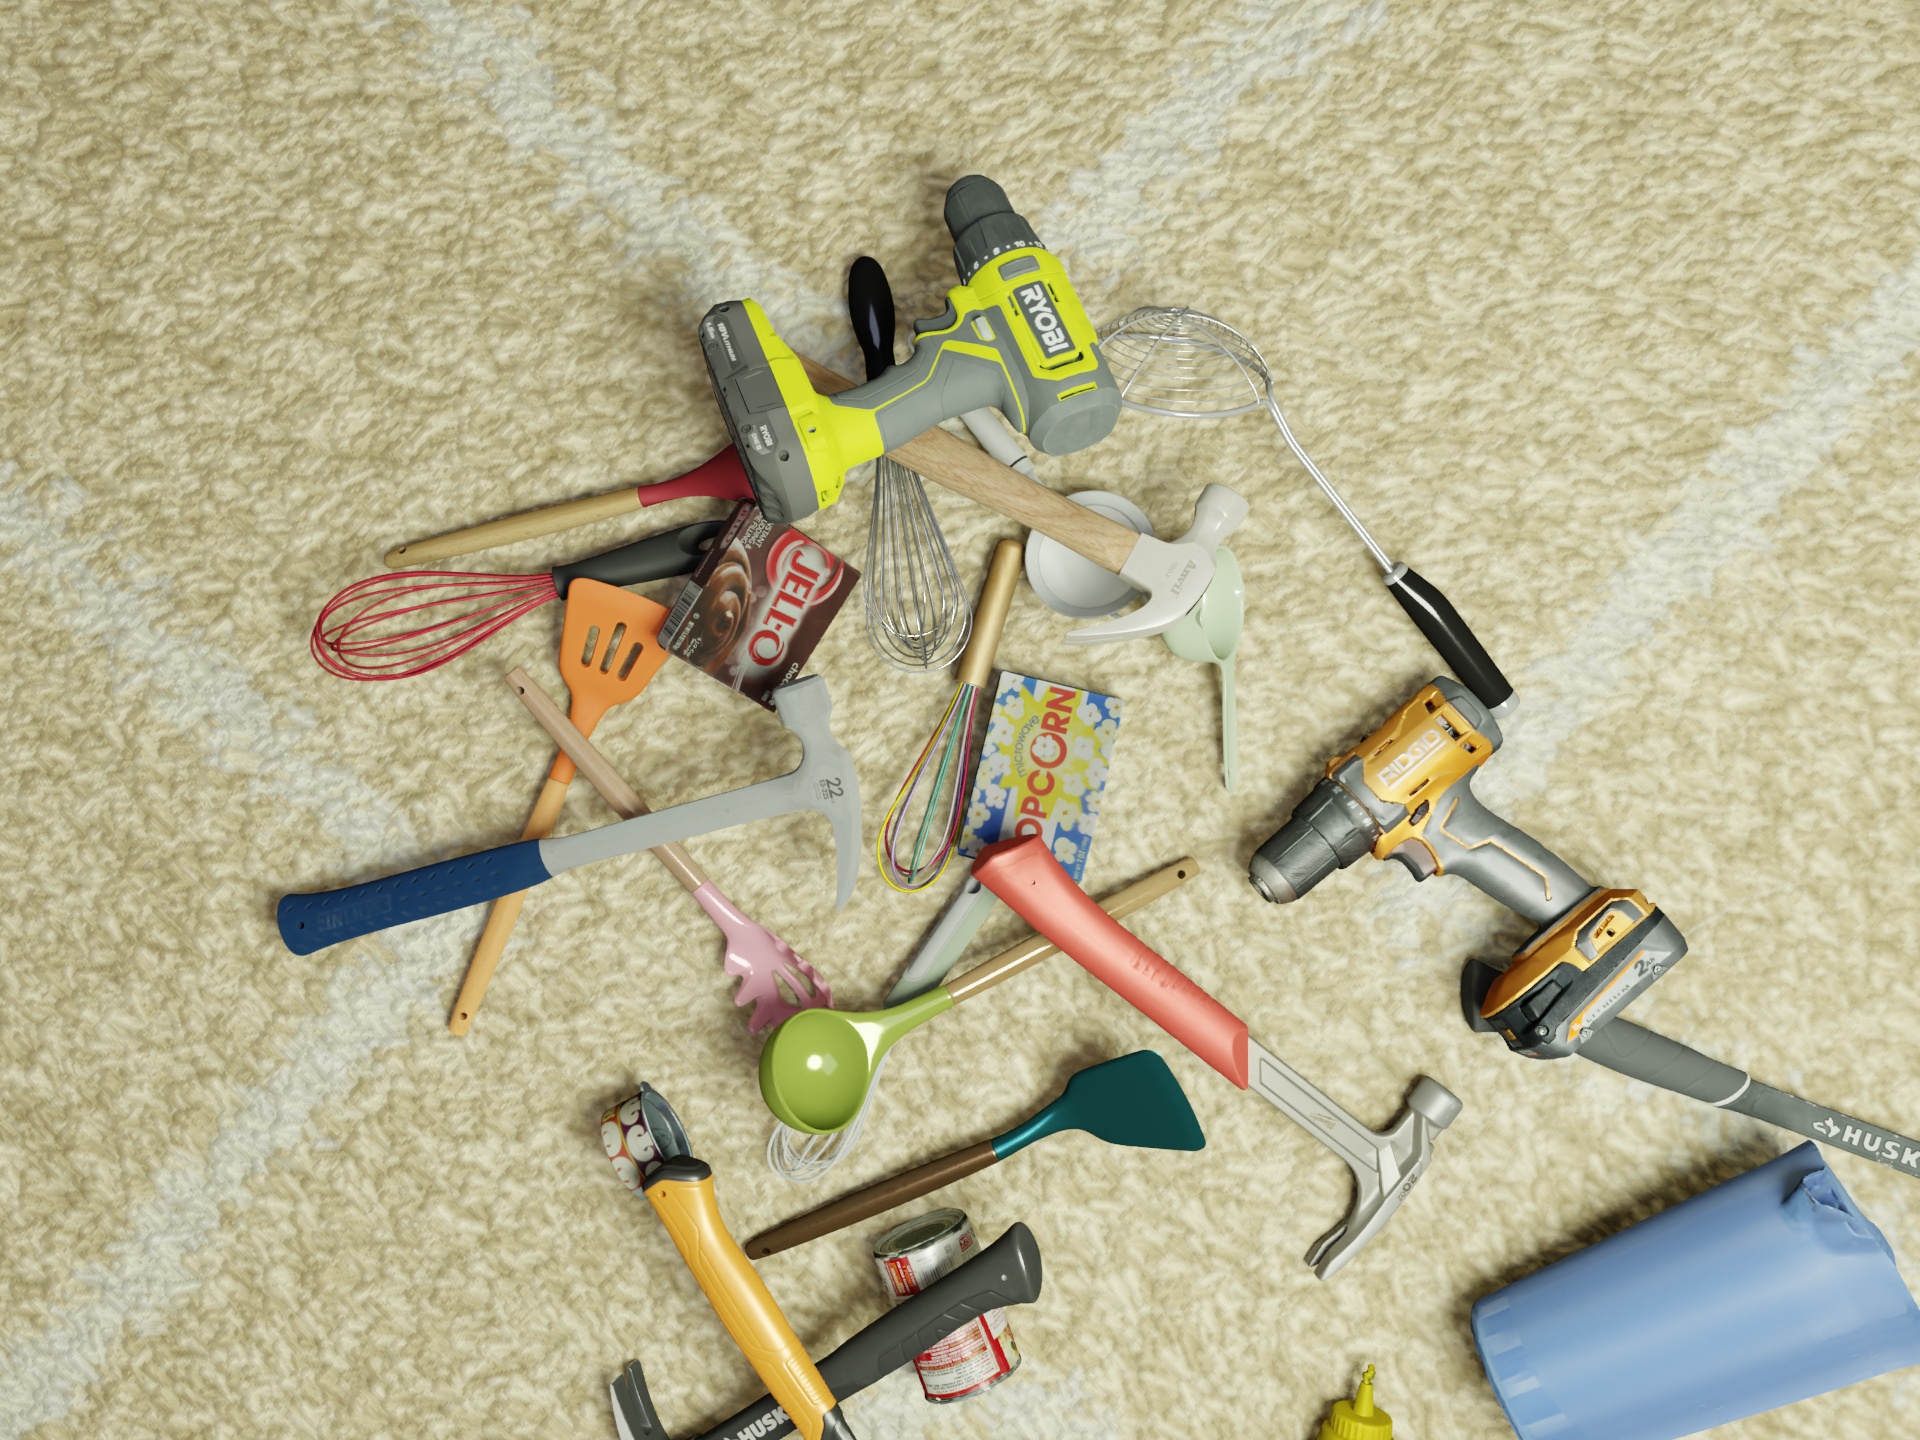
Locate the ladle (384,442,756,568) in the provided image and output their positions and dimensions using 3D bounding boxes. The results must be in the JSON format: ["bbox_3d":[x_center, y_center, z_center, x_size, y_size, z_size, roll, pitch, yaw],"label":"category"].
[{"bbox_3d":[-0.239,-0.144,1.069,0.315,0.031,0.069,-13,55,6],"label":"ladle"}]

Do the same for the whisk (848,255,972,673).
[{"bbox_3d":[-0.042,-0.171,1.053,0.070,0.070,0.285,-9,84,2],"label":"whisk"}]

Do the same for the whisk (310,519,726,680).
[{"bbox_3d":[-0.288,-0.087,1.060,0.296,0.073,0.073,-15,89,-4],"label":"whisk"}]

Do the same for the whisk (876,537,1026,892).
[{"bbox_3d":[-0.003,-0.004,1.054,0.047,0.051,0.245,17,87,8],"label":"whisk"}]

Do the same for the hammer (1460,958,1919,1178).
[{"bbox_3d":[0.521,0.242,1.032,0.409,0.036,0.149,21,89,3],"label":"hammer"}]

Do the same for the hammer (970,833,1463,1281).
[{"bbox_3d":[0.148,0.201,1.016,0.359,0.037,0.149,38,90,-9],"label":"hammer"}]

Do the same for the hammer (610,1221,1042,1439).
[{"bbox_3d":[-0.082,0.412,1.009,0.334,0.035,0.146,-39,83,18],"label":"hammer"}]

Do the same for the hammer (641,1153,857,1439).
[{"bbox_3d":[-0.100,0.421,0.980,0.127,0.034,0.337,-35,84,17],"label":"hammer"}]

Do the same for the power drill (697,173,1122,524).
[{"bbox_3d":[-0.037,-0.228,0.970,0.228,0.080,0.191,-20,71,-7],"label":"power drill"}]

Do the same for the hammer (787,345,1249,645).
[{"bbox_3d":[0.005,-0.154,1.003,0.331,0.031,0.130,29,83,10],"label":"hammer"}]

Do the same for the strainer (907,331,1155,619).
[{"bbox_3d":[0.046,-0.160,1.055,0.087,0.050,0.258,-38,82,5],"label":"strainer"}]

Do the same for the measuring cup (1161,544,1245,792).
[{"bbox_3d":[0.159,-0.032,1.044,0.038,0.083,0.167,3,109,29],"label":"measuring cup"}]

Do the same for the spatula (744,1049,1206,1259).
[{"bbox_3d":[-0.001,0.295,1.036,0.317,0.044,0.082,-25,109,8],"label":"spatula"}]

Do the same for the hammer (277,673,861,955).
[{"bbox_3d":[-0.254,0.092,1.023,0.405,0.035,0.144,-15,98,13],"label":"hammer"}]

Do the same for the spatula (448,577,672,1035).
[{"bbox_3d":[-0.279,0.063,1.064,0.081,0.041,0.322,22,92,-14],"label":"spatula"}]

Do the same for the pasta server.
[{"bbox_3d":[-0.191,0.090,1.042,0.060,0.040,0.316,-38,97,15],"label":"pasta server"}]

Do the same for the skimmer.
[{"bbox_3d":[0.222,-0.128,1.037,0.090,0.127,0.363,-34,102,37],"label":"skimmer"}]

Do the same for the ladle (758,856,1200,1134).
[{"bbox_3d":[0.019,0.165,1.017,0.320,0.062,0.078,-26,95,-11],"label":"ladle"}]

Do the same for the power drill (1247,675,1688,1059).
[{"bbox_3d":[0.311,0.109,1.003,0.185,0.084,0.226,-39,76,-5],"label":"power drill"}]

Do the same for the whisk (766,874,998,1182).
[{"bbox_3d":[-0.047,0.200,1.052,0.059,0.058,0.246,38,85,-40],"label":"whisk"}]
